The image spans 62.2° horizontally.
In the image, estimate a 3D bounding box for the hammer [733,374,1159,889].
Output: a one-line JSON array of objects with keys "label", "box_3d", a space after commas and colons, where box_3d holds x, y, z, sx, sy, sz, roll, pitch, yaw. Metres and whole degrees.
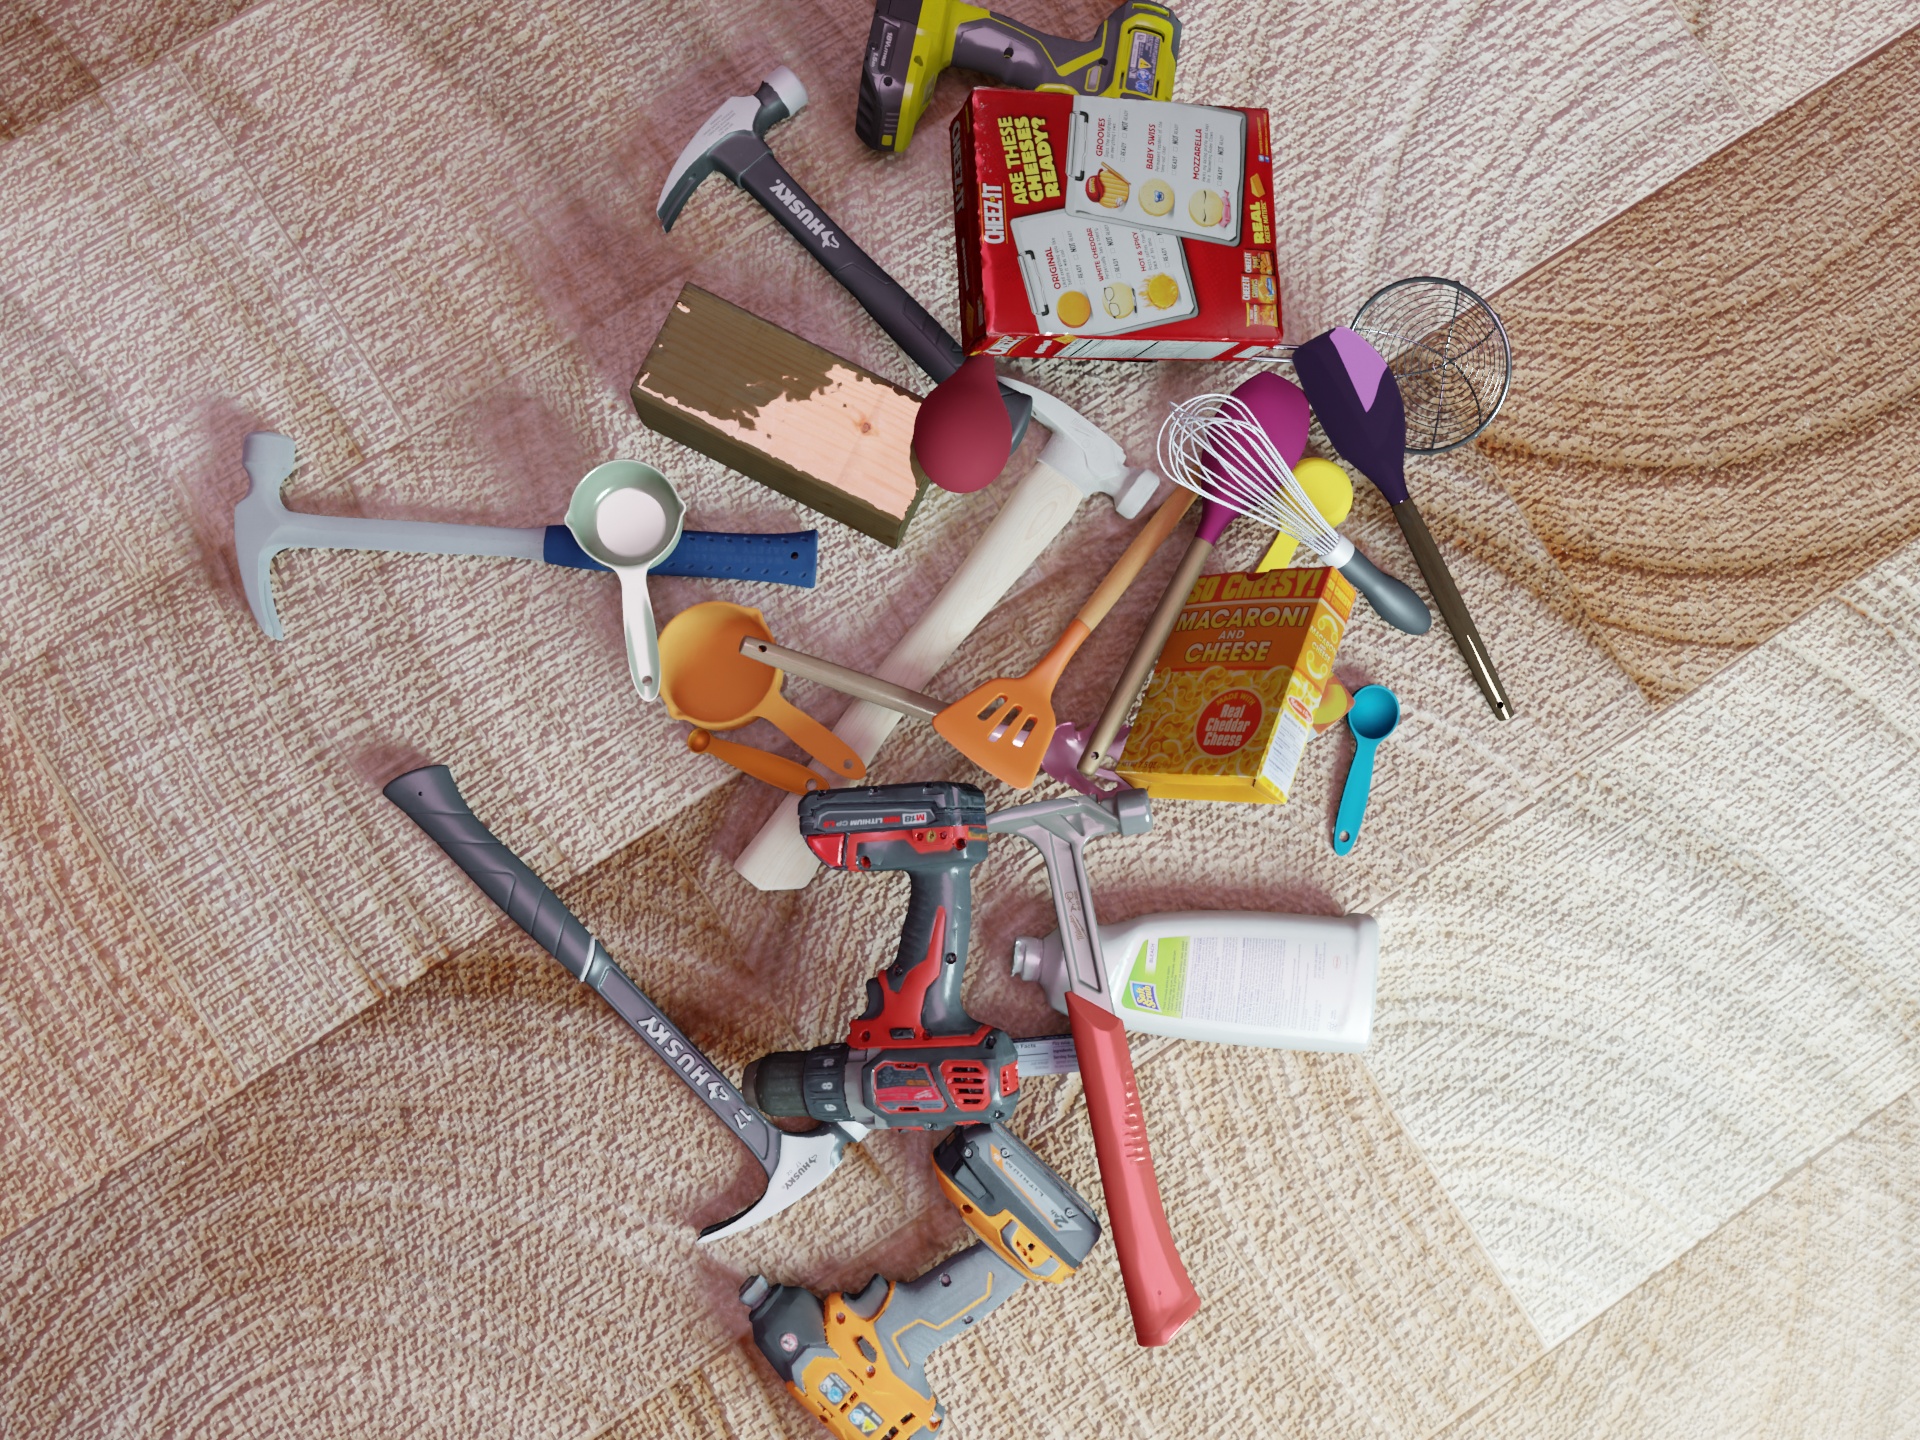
[{"label": "hammer", "box_3d": [-0.033, -0.056, 1.142, 0.146, 0.038, 0.410, 37, 84, 1]}]

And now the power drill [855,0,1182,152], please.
[{"label": "power drill", "box_3d": [0.042, -0.457, 1.152, 0.223, 0.080, 0.171, 11, 71, -4]}]

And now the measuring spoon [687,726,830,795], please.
[{"label": "measuring spoon", "box_3d": [-0.142, 0.031, 1.120, 0.117, 0.011, 0.021, 20, 81, 19]}]

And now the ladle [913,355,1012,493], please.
[{"label": "ladle", "box_3d": [0.025, -0.295, 1.121, 0.069, 0.031, 0.316, 20, 61, -15]}]

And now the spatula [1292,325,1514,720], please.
[{"label": "spatula", "box_3d": [0.331, -0.137, 1.149, 0.060, 0.018, 0.315, -25, 102, 18]}]

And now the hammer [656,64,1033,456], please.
[{"label": "hammer", "box_3d": [-0.073, -0.314, 1.144, 0.146, 0.035, 0.335, -42, 82, -6]}]

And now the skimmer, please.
[{"label": "skimmer", "box_3d": [0.206, -0.263, 1.150, 0.363, 0.090, 0.127, 2, 113, -2]}]

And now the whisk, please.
[{"label": "whisk", "box_3d": [0.242, -0.138, 1.114, 0.284, 0.070, 0.070, 33, 83, -29]}]

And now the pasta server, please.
[{"label": "pasta server", "box_3d": [-0.002, -0.004, 1.105, 0.316, 0.040, 0.060, 19, 72, -18]}]

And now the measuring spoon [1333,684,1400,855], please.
[{"label": "measuring spoon", "box_3d": [0.290, 0.036, 1.170, 0.042, 0.021, 0.128, 12, 93, -16]}]

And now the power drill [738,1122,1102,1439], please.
[{"label": "power drill", "box_3d": [-0.032, 0.379, 1.083, 0.164, 0.084, 0.226, 42, 87, 1]}]

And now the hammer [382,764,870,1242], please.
[{"label": "hammer", "box_3d": [-0.249, 0.184, 1.107, 0.409, 0.036, 0.149, 45, 85, 1]}]

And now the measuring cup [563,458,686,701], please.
[{"label": "measuring cup", "box_3d": [-0.223, -0.095, 1.096, 0.083, 0.038, 0.167, -8, 87, -5]}]

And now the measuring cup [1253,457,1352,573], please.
[{"label": "measuring cup", "box_3d": [0.238, -0.124, 1.169, 0.062, 0.029, 0.156, 29, 82, -1]}]

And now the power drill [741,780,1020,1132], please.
[{"label": "power drill", "box_3d": [-0.060, 0.158, 1.056, 0.188, 0.080, 0.227, -5, 85, 16]}]

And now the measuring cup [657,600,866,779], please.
[{"label": "measuring cup", "box_3d": [-0.135, -0.011, 1.117, 0.173, 0.052, 0.095, 37, 84, 4]}]

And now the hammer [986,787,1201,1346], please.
[{"label": "hammer", "box_3d": [0.087, 0.230, 1.063, 0.149, 0.036, 0.359, -12, 78, 5]}]

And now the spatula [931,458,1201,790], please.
[{"label": "spatula", "box_3d": [0.102, -0.087, 1.126, 0.081, 0.041, 0.323, 36, 72, 6]}]

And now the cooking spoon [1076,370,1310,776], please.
[{"label": "cooking spoon", "box_3d": [0.160, -0.103, 1.120, 0.068, 0.017, 0.319, 28, 85, -5]}]

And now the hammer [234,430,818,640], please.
[{"label": "hammer", "box_3d": [-0.305, -0.120, 1.128, 0.405, 0.035, 0.144, 3, 84, -4]}]
